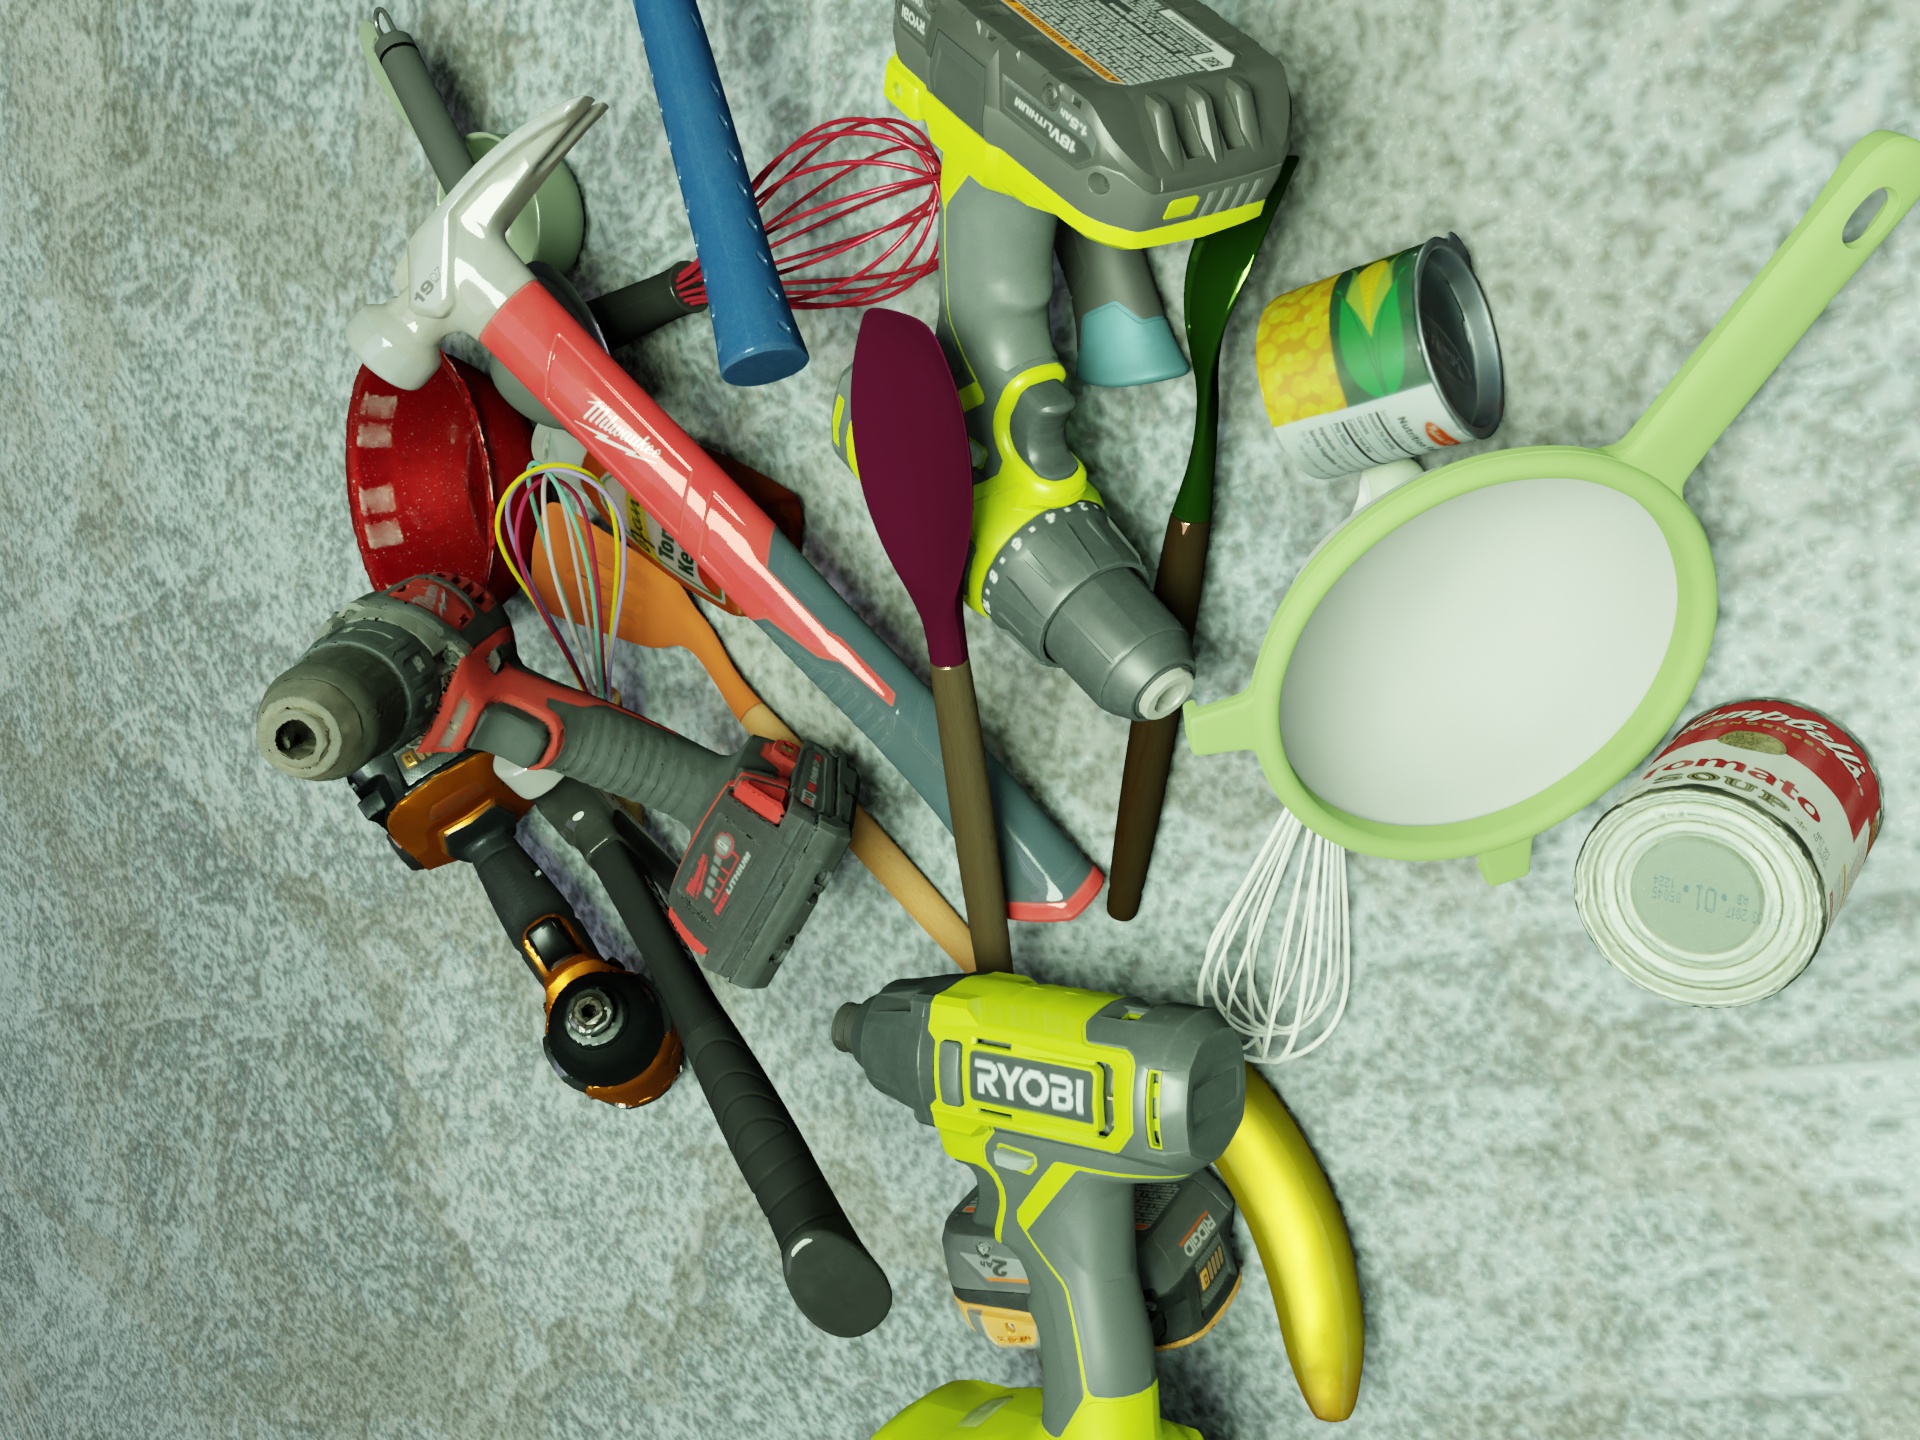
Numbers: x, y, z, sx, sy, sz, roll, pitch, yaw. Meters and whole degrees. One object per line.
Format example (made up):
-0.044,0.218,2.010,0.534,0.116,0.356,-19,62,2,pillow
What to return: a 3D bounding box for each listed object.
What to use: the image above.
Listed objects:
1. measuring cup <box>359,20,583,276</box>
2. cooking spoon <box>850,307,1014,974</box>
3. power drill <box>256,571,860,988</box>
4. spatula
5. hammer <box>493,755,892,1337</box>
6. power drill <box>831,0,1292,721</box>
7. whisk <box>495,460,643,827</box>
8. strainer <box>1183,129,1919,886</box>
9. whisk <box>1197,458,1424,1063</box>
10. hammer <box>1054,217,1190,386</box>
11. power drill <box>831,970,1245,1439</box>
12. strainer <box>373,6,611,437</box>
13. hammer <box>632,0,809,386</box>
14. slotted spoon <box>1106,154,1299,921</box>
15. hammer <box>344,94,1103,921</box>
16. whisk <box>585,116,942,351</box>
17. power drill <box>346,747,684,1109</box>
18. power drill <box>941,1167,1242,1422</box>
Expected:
-0.242,-0.282,0.785,0.083,0.038,0.168,-44,75,38,measuring cup
-0.001,-0.002,0.611,0.069,0.017,0.318,28,136,44,cooking spoon
-0.160,0.020,0.646,0.226,0.188,0.080,28,102,-8,power drill
-0.092,0.018,0.764,0.323,0.041,0.081,46,143,15,spatula
-0.111,0.131,0.695,0.335,0.035,0.146,47,174,48,hammer
0.032,-0.125,0.546,0.191,0.080,0.228,50,148,30,power drill
-0.184,-0.026,0.774,0.051,0.047,0.244,30,142,25,whisk
0.185,-0.072,0.497,0.256,0.151,0.069,-56,27,23,strainer
0.136,0.022,0.594,0.059,0.058,0.246,8,110,-2,whisk
0.016,-0.281,0.590,0.128,0.033,0.331,-15,95,40,hammer
0.023,0.211,0.615,0.171,0.080,0.223,2,96,36,power drill
-0.220,-0.223,0.736,0.258,0.050,0.087,62,147,9,strainer
-0.128,-0.326,0.595,0.035,0.144,0.405,-16,88,0,hammer
0.083,-0.053,0.604,0.031,0.070,0.313,11,119,9,slotted spoon
-0.071,-0.071,0.659,0.143,0.038,0.386,-43,95,15,hammer
-0.107,-0.195,0.697,0.296,0.073,0.073,-6,101,44,whisk
-0.225,0.096,0.827,0.226,0.084,0.164,53,165,12,power drill
0.098,0.310,0.693,0.185,0.084,0.226,-7,104,36,power drill
